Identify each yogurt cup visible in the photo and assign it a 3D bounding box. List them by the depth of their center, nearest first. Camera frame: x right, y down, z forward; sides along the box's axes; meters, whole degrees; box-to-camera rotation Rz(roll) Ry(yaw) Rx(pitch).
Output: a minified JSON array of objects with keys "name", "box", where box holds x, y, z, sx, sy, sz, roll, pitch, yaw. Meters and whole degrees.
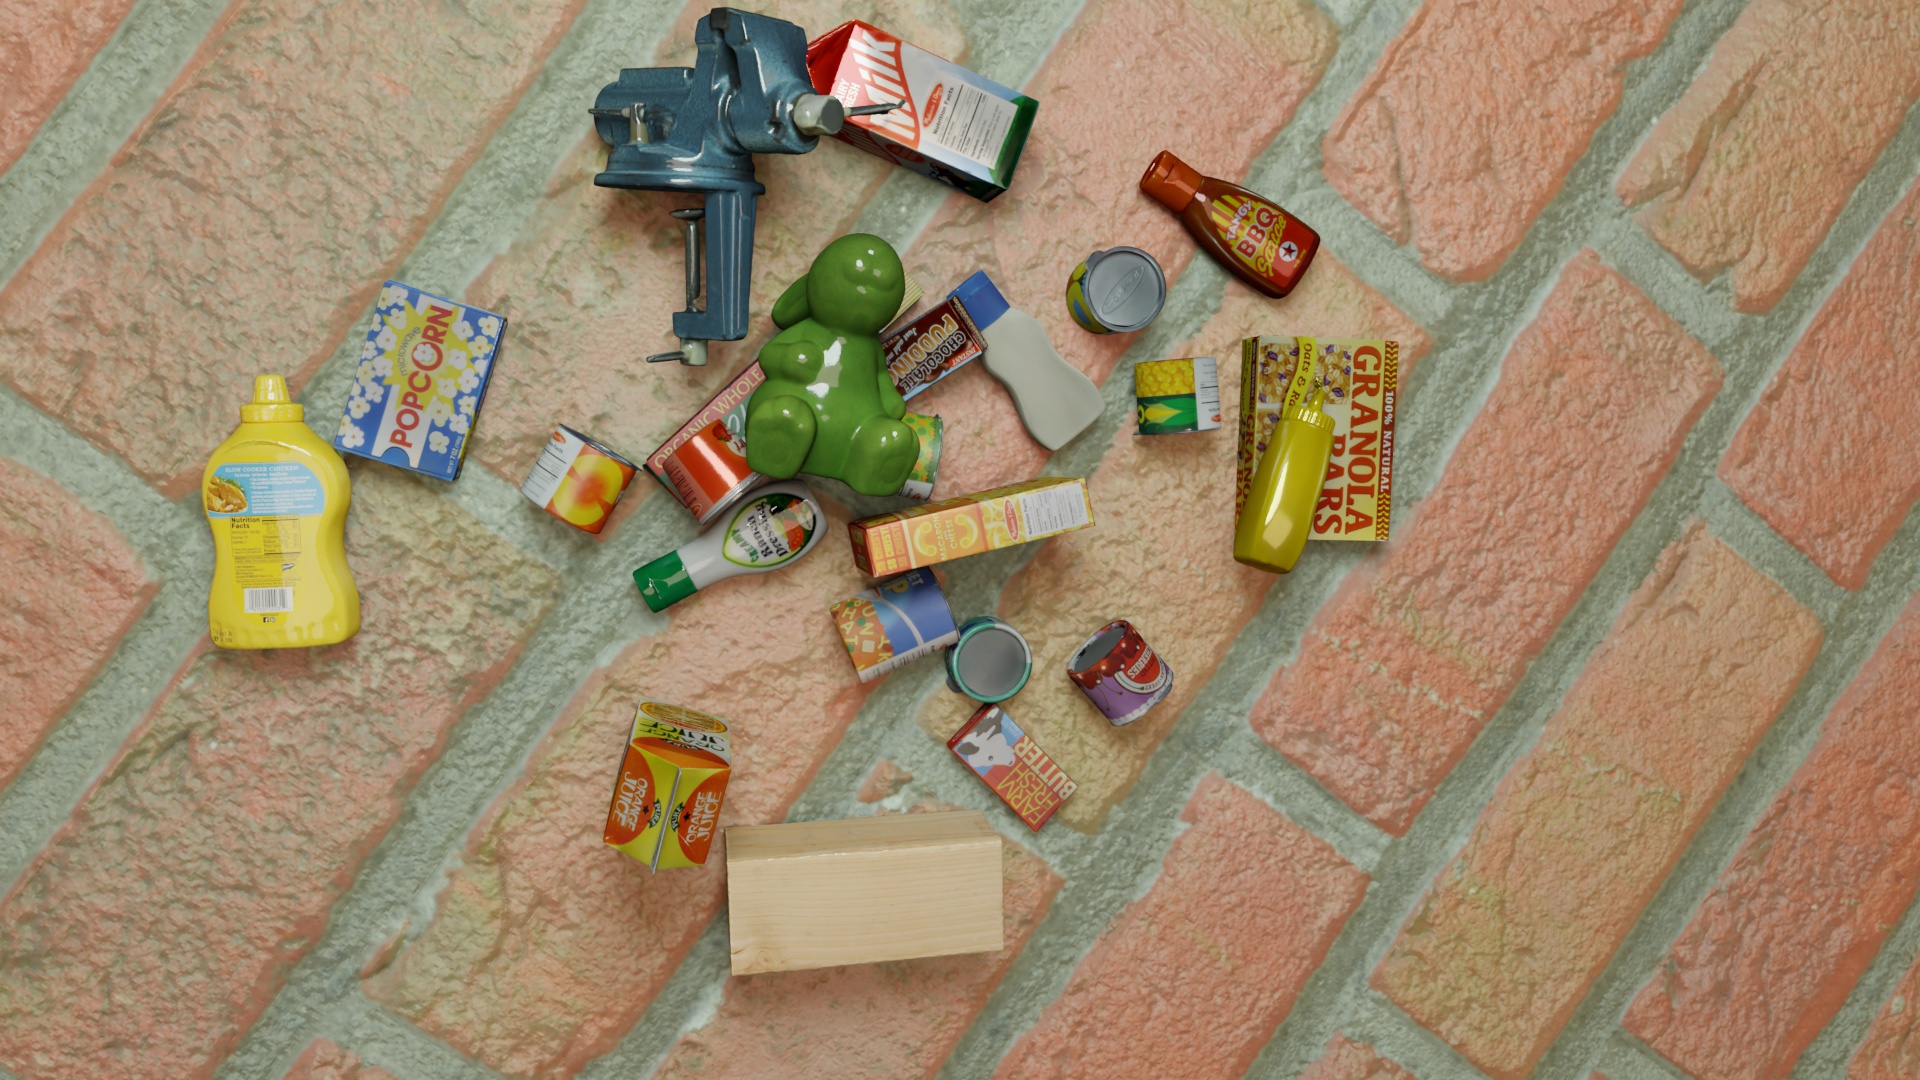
[{"name":"yogurt cup","box":[-0.180,-0.052,1.012,0.072,0.072,0.054,-40,94,-6]}]

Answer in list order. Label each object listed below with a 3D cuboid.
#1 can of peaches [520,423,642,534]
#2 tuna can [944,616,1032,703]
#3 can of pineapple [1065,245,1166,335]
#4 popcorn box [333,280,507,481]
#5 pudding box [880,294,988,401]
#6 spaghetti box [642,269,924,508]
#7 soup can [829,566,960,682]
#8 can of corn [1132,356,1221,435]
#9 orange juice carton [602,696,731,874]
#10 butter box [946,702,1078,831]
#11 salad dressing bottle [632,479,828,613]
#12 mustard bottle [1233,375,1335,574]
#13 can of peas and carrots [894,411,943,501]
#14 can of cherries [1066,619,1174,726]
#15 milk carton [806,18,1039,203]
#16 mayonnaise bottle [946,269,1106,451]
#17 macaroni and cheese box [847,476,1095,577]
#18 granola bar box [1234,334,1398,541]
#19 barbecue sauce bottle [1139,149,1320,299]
[{"name":"can of peaches","box":[-0.278,-0.044,1.022,0.071,0.071,0.058,31,88,-12]},{"name":"tuna can","box":[0.021,0.097,1.111,0.071,0.033,0.071,-1,95,-12]},{"name":"can of pineapple","box":[0.121,-0.197,1.095,0.071,0.058,0.071,-1,95,-12]},{"name":"popcorn box","box":[-0.389,-0.115,1.007,0.085,0.038,0.126,17,91,-14]},{"name":"pudding box","box":[-0.027,-0.146,1.067,0.083,0.030,0.049,-29,101,21]},{"name":"spaghetti box","box":[-0.135,-0.125,1.063,0.250,0.029,0.050,-43,102,-5]},{"name":"soup can","box":[-0.052,0.062,1.077,0.084,0.071,0.071,-23,99,-8]},{"name":"can of corn","box":[0.171,-0.115,1.109,0.071,0.071,0.058,-6,96,-11]},{"name":"orange juice carton","box":[-0.207,0.173,0.989,0.073,0.193,0.071,16,93,-12]},{"name":"butter box","box":[0.043,0.183,1.128,0.053,0.024,0.103,-45,102,-5]},{"name":"salad dressing bottle","box":[-0.175,0.006,1.058,0.148,0.044,0.064,-28,101,-8]},{"name":"mustard bottle","box":[0.262,-0.054,1.093,0.049,0.065,0.160,20,87,-7]},{"name":"can of peas and carrots","box":[-0.048,-0.070,1.067,0.059,0.071,0.071,9,93,-12]},{"name":"can of cherries","box":[0.130,0.105,1.115,0.071,0.071,0.058,-42,101,-5]},{"name":"milk carton","box":[-0.046,-0.328,1.043,0.190,0.072,0.073,20,91,-14]},{"name":"mayonnaise bottle","box":[0.048,-0.144,1.094,0.065,0.041,0.148,-39,99,-2]},{"name":"macaroni and cheese box","box":[0.004,-0.013,1.053,0.167,0.123,0.040,-13,95,-10]},{"name":"granola bar box","box":[0.294,-0.084,1.149,0.124,0.039,0.165,1,94,-10]},{"name":"barbecue sauce bottle","box":[0.214,-0.258,1.116,0.148,0.044,0.065,31,89,-12]}]
